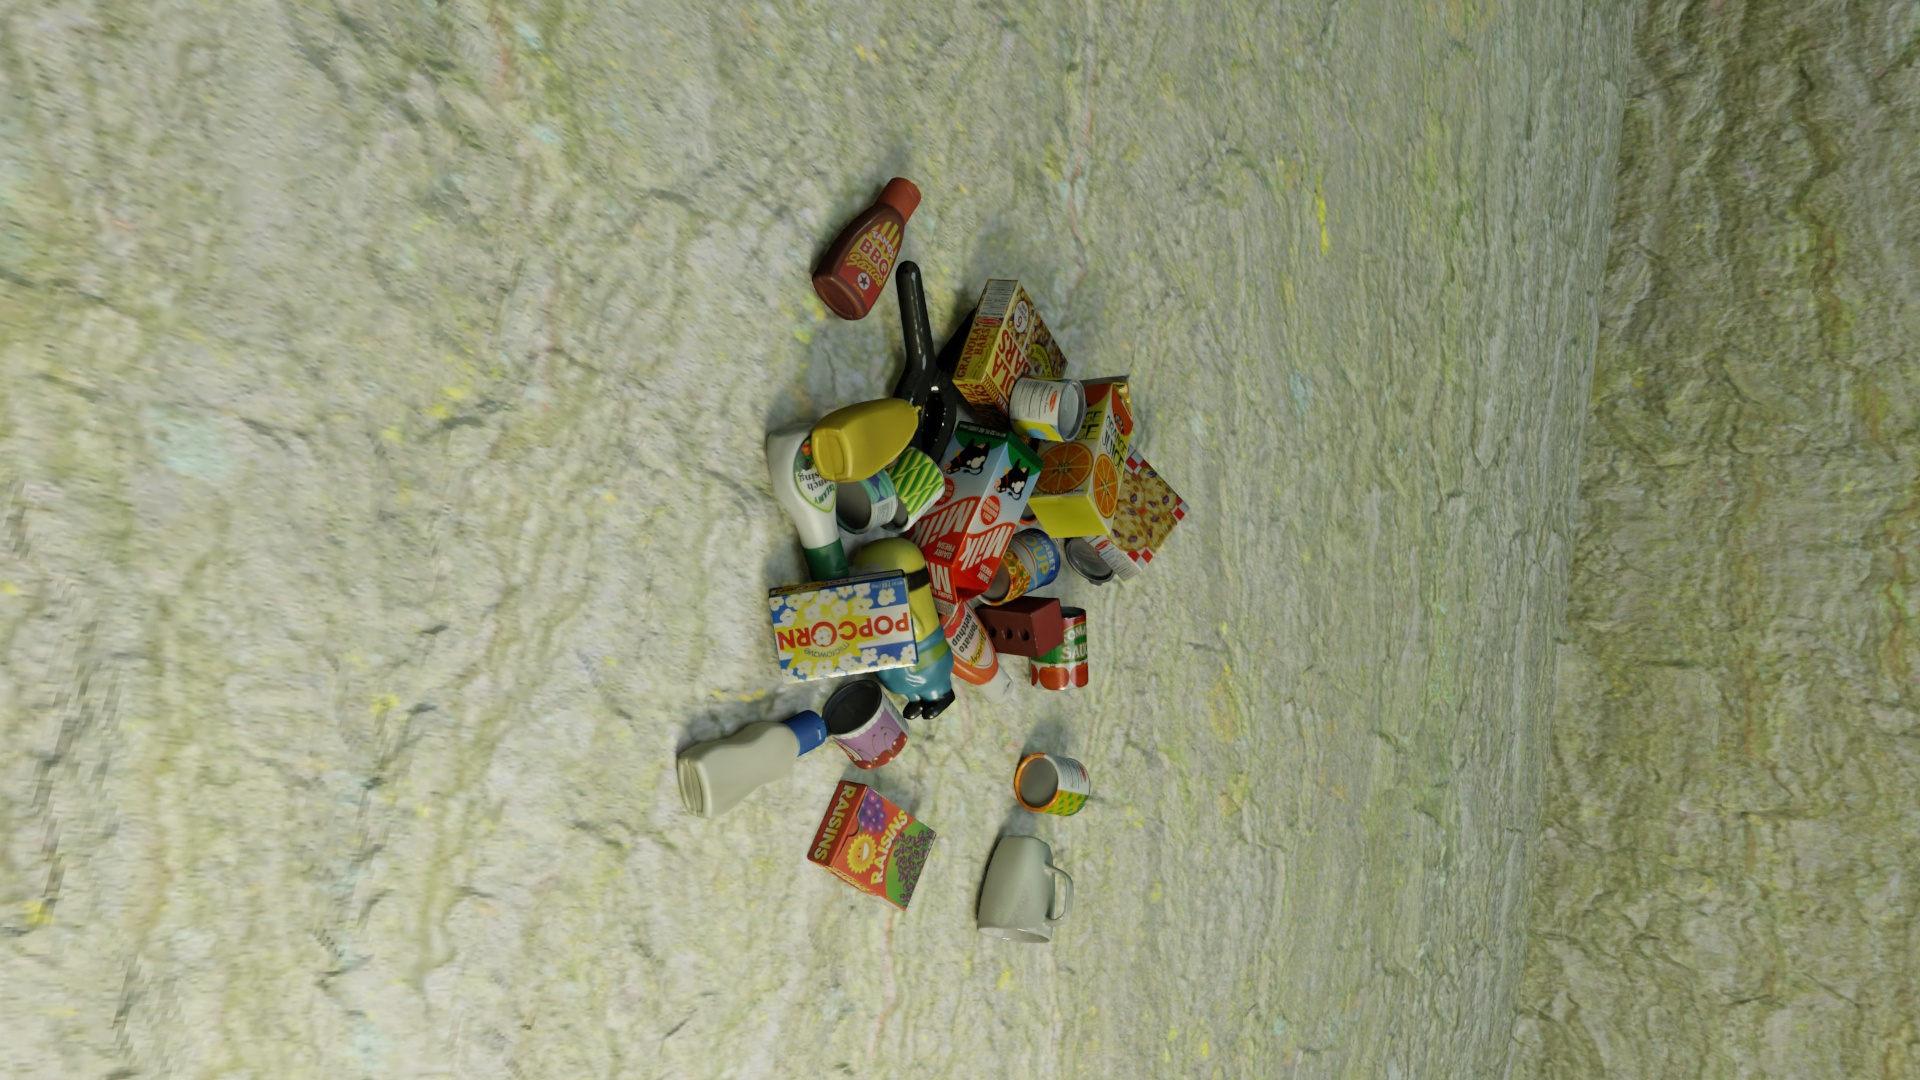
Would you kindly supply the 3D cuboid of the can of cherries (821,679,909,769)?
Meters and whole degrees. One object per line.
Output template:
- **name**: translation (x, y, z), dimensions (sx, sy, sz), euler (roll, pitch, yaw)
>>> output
- **can of cherries**: translation (-0.093, 0.178, 1.331), dimensions (0.072, 0.071, 0.058), euler (-57, 132, -30)

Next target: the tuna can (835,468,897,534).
- **tuna can**: translation (-0.096, -0.043, 1.315), dimensions (0.033, 0.071, 0.071), euler (-27, 112, -44)

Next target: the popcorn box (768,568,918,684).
- **popcorn box**: translation (-0.107, 0.079, 1.270), dimensions (0.038, 0.127, 0.085), euler (-110, -168, -77)

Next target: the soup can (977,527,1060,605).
- **soup can**: translation (0.058, 0.026, 1.491), dimensions (0.084, 0.071, 0.071), euler (-20, 108, -47)

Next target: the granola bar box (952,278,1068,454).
- **granola bar box**: translation (0.055, -0.180, 1.472), dimensions (0.165, 0.039, 0.124), euler (48, 56, -56)

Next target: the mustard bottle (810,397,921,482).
- **mustard bottle**: translation (-0.079, -0.101, 1.292), dimensions (0.161, 0.049, 0.065), euler (-35, 121, -57)

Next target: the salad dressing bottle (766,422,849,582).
- **salad dressing bottle**: translation (-0.137, -0.033, 1.282), dimensions (0.064, 0.044, 0.147), euler (-33, 117, -47)

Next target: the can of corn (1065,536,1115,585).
- **can of corn**: translation (0.165, 0.008, 1.618), dimensions (0.058, 0.071, 0.071), euler (-49, 127, -36)

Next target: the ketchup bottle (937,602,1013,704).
- **ketchup bottle**: translation (0.007, 0.116, 1.458), dimensions (0.148, 0.043, 0.065), euler (53, 53, -37)

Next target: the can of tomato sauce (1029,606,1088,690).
- **can of tomato sauce**: translation (0.111, 0.121, 1.559), dimensions (0.071, 0.071, 0.083), euler (-12, 102, -48)

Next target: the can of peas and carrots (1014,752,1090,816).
- **can of peas and carrots**: translation (0.101, 0.276, 1.562), dimensions (0.059, 0.071, 0.071), euler (21, 77, -48)

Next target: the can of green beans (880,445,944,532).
- **can of green beans**: translation (-0.059, -0.050, 1.355), dimensions (0.058, 0.071, 0.071), euler (-46, 125, -37)

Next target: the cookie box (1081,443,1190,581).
- **cookie box**: translation (0.167, -0.055, 1.581), dimensions (0.167, 0.040, 0.123), euler (46, 53, -5)

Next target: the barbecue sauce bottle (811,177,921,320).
- **barbecue sauce bottle**: translation (-0.085, -0.284, 1.328), dimensions (0.064, 0.043, 0.149), euler (49, 56, -38)

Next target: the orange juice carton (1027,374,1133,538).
- **orange juice carton**: translation (0.133, -0.102, 1.496), dimensions (0.072, 0.072, 0.193), euler (54, 42, -46)

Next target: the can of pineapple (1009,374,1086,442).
- **can of pineapple**: translation (0.091, -0.137, 1.447), dimensions (0.071, 0.058, 0.070), euler (-30, 125, -55)

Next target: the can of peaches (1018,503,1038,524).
- **can of peaches**: translation (0.050, -0.048, 1.487), dimensions (0.071, 0.058, 0.071), euler (-4, 95, -50)

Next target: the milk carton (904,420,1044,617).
- **milk carton**: translation (0.005, -0.018, 1.407), dimensions (0.073, 0.072, 0.191), euler (37, 74, -50)

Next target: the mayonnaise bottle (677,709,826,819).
- **mayonnaise bottle**: translation (-0.184, 0.194, 1.244), dimensions (0.149, 0.041, 0.064), euler (-22, 110, -48)

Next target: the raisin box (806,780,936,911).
- **raisin box**: translation (-0.085, 0.300, 1.365), dimensions (0.123, 0.040, 0.086), euler (44, 61, -40)
